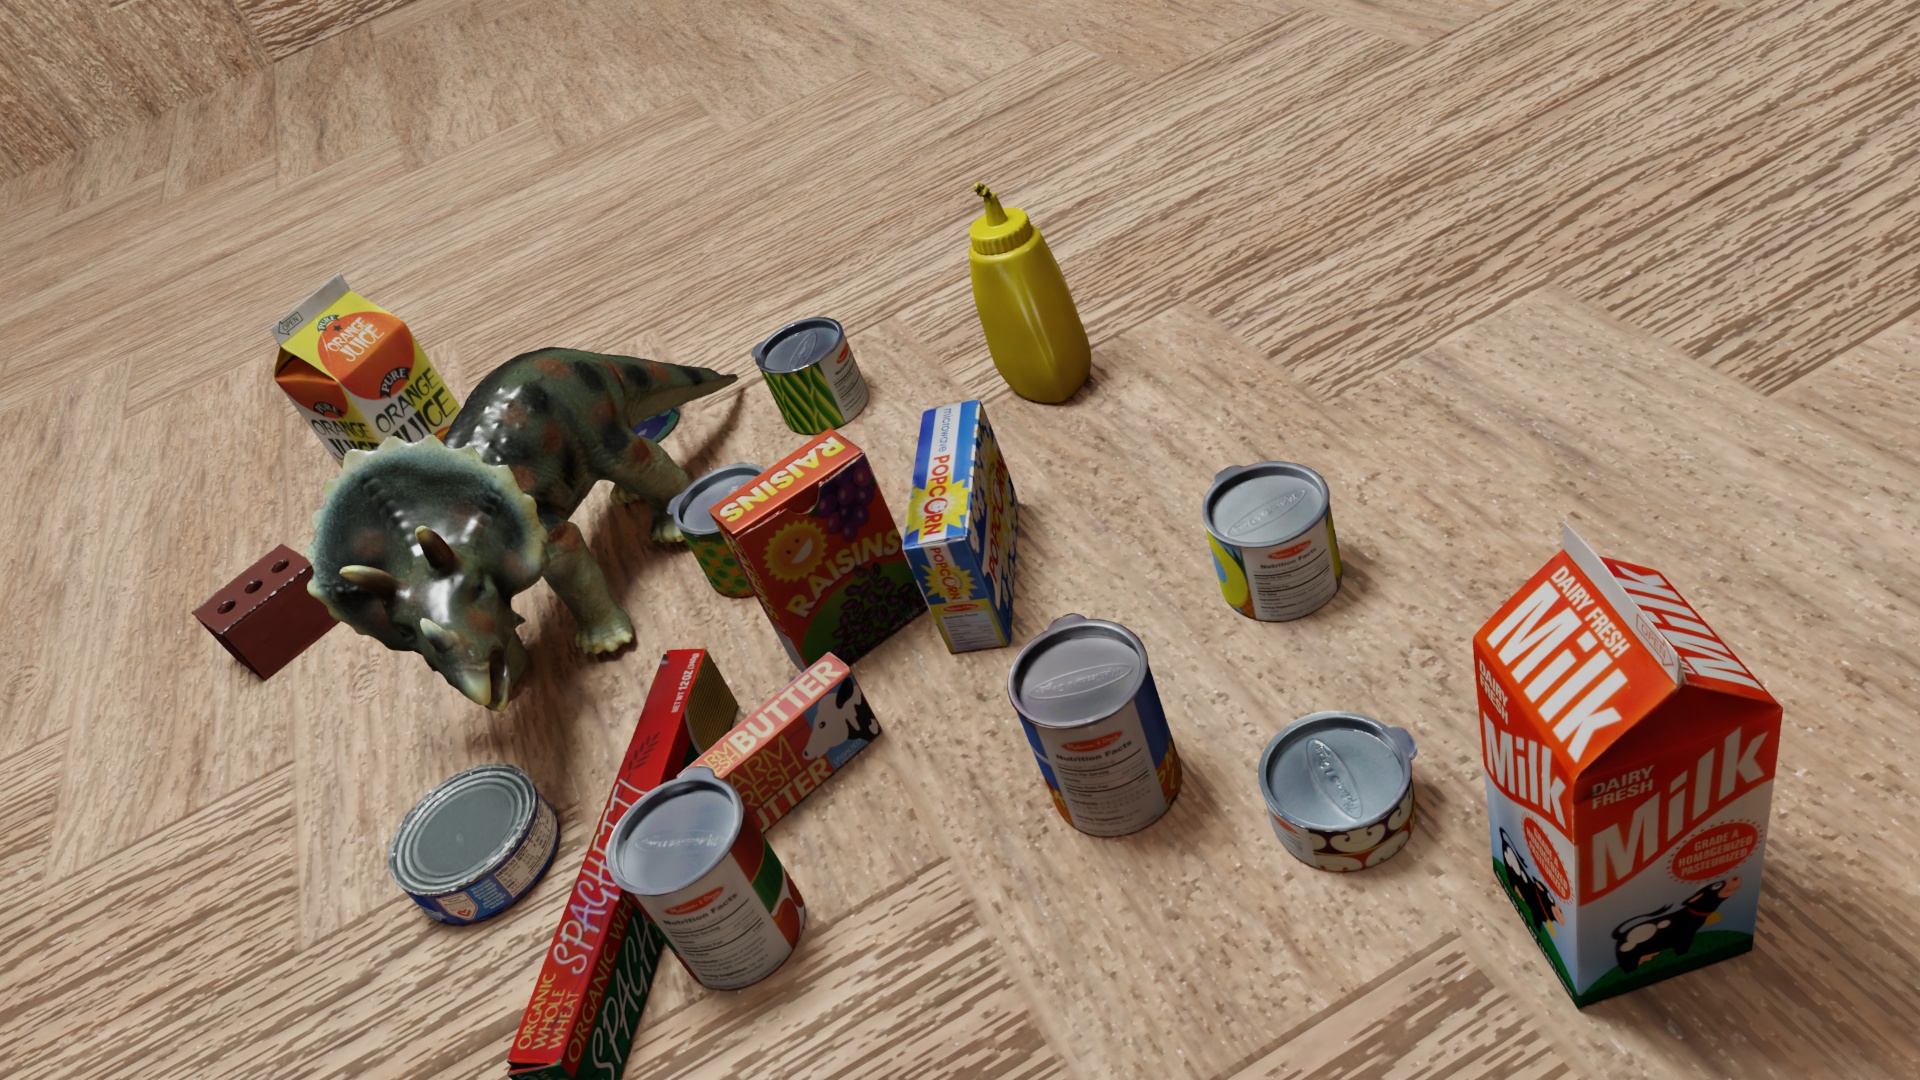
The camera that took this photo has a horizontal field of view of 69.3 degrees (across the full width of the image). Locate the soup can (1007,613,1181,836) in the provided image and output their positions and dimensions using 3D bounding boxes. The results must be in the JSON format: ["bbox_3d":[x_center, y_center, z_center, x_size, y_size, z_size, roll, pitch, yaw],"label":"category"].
[{"bbox_3d":[0.065,0.087,0.660,0.071,0.083,0.072,-13,39,11],"label":"soup can"}]

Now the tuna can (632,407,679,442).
[{"bbox_3d":[-0.249,-0.100,1.063,0.071,0.032,0.071,-13,39,11],"label":"tuna can"}]

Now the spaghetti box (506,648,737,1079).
[{"bbox_3d":[-0.164,0.162,0.705,0.028,0.050,0.251,-8,41,17],"label":"spaghetti box"}]

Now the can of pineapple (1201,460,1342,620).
[{"bbox_3d":[0.165,-0.001,0.737,0.071,0.057,0.071,-13,39,11],"label":"can of pineapple"}]

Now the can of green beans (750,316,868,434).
[{"bbox_3d":[-0.106,-0.118,0.999,0.071,0.057,0.071,-13,39,11],"label":"can of green beans"}]

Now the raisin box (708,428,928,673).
[{"bbox_3d":[-0.077,0.011,0.782,0.086,0.122,0.040,-35,40,-16],"label":"raisin box"}]

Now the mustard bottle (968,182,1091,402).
[{"bbox_3d":[0.039,-0.164,0.904,0.065,0.159,0.049,19,54,40],"label":"mustard bottle"}]

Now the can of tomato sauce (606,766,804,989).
[{"bbox_3d":[-0.119,0.161,0.659,0.071,0.082,0.071,-13,39,11],"label":"can of tomato sauce"}]

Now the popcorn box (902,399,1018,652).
[{"bbox_3d":[0.003,-0.010,0.801,0.038,0.085,0.127,-10,40,14],"label":"popcorn box"}]

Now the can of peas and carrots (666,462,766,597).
[{"bbox_3d":[-0.143,-0.006,0.884,0.071,0.058,0.071,-13,39,11],"label":"can of peas and carrots"}]

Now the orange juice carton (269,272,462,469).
[{"bbox_3d":[-0.421,-0.096,1.010,0.073,0.191,0.072,5,46,30],"label":"orange juice carton"}]

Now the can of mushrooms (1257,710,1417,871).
[{"bbox_3d":[0.172,0.111,0.623,0.071,0.033,0.071,-13,39,11],"label":"can of mushrooms"}]

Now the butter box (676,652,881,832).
[{"bbox_3d":[-0.093,0.111,0.729,0.104,0.053,0.024,-39,42,-20],"label":"butter box"}]

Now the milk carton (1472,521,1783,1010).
[{"bbox_3d":[0.238,0.082,0.502,0.073,0.189,0.073,-20,39,2],"label":"milk carton"}]
